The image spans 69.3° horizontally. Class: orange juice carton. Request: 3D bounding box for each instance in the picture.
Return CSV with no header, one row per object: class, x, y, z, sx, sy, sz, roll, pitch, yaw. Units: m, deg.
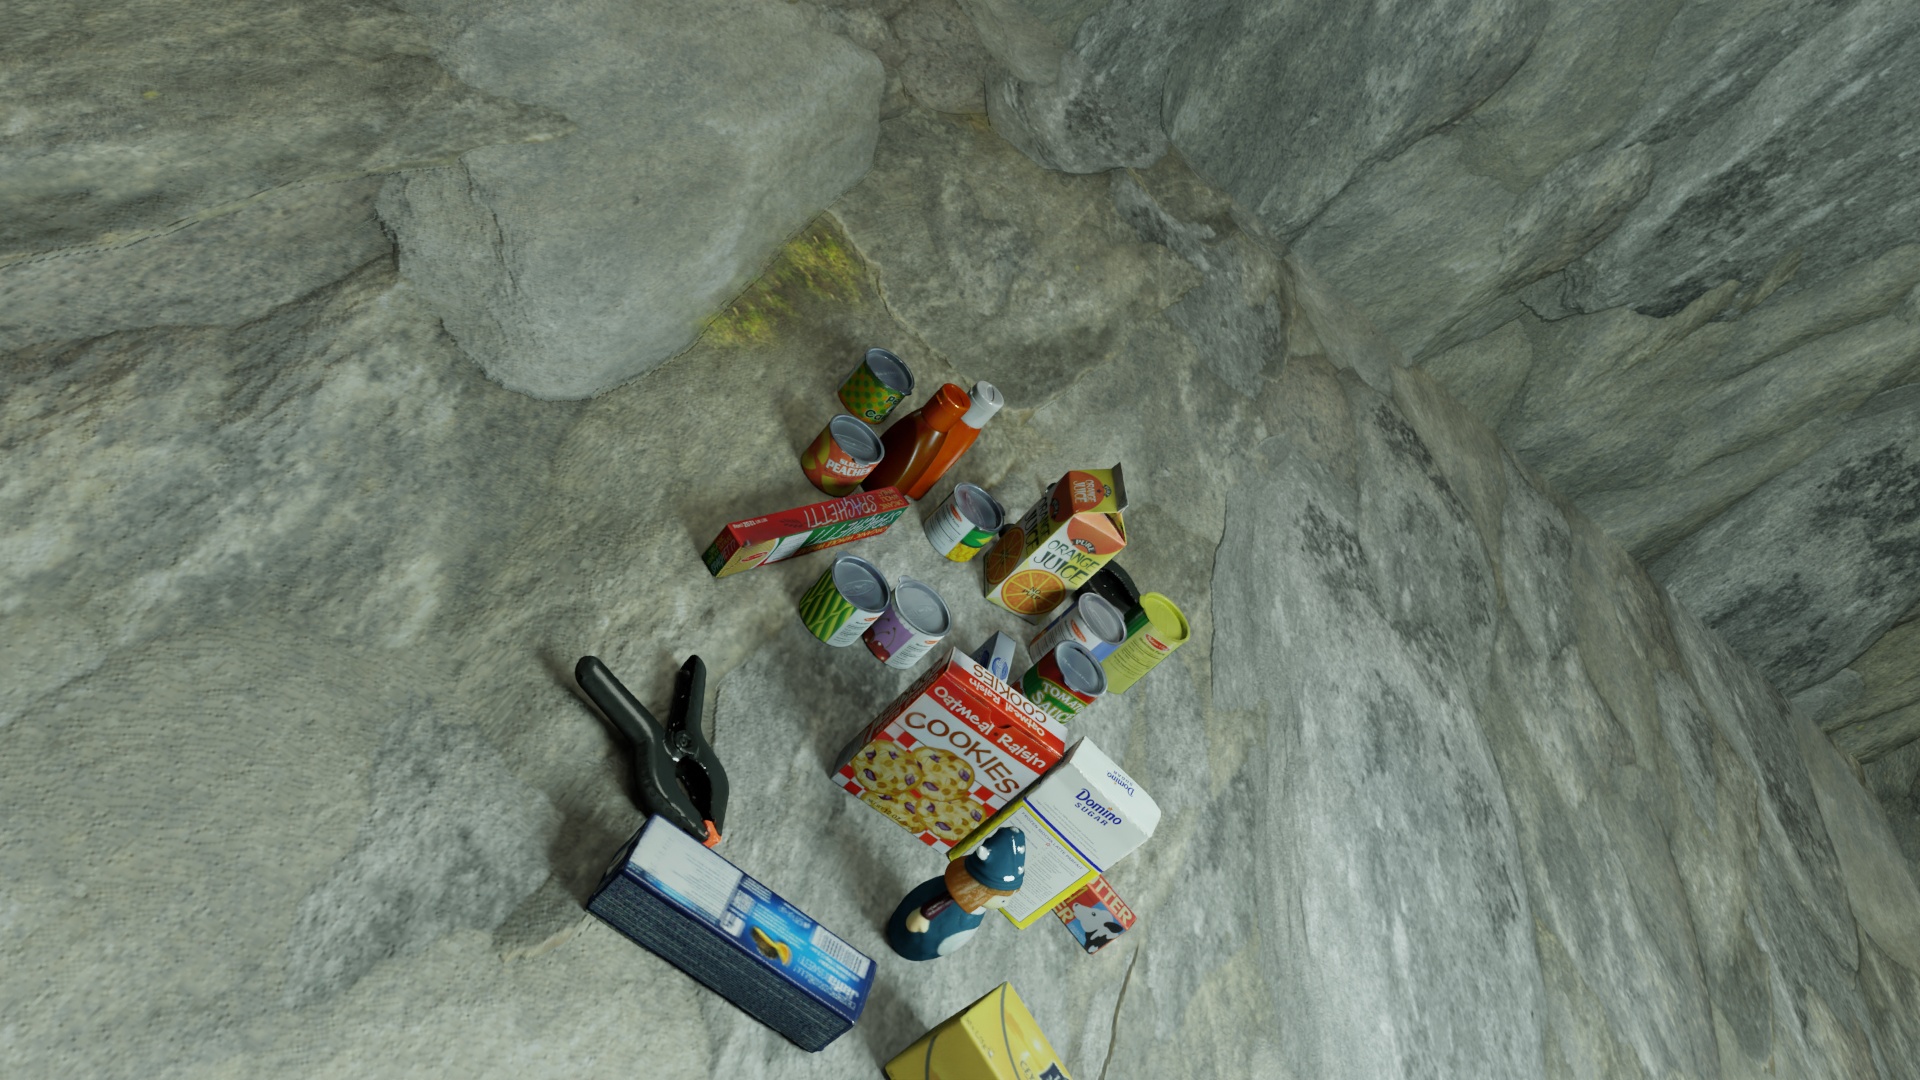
orange juice carton,0.110,-0.002,1.462,0.073,0.191,0.072,29,36,-24

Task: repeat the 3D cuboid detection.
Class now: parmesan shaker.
parmesan shaker,0.187,0.110,1.505,0.071,0.102,0.072,29,36,-23

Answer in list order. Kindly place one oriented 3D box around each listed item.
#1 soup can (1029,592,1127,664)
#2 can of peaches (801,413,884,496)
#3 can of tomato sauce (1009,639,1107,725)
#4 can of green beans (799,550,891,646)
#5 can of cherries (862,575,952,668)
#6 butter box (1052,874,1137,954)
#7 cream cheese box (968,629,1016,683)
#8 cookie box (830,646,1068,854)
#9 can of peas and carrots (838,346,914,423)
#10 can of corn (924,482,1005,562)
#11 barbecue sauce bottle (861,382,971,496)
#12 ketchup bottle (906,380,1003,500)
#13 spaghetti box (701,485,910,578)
soup can,0.125,0.105,1.460,0.071,0.083,0.072,29,36,-23
can of peaches,-0.121,-0.085,1.425,0.071,0.057,0.071,29,36,-23
can of tomato sauce,0.093,0.150,1.377,0.071,0.082,0.071,29,36,-23
can of green beans,-0.107,0.056,1.286,0.071,0.057,0.071,29,36,-23
can of cherries,-0.052,0.078,1.321,0.071,0.058,0.072,29,36,-23
butter box,0.103,0.313,1.236,0.103,0.053,0.024,50,33,8
cream cheese box,0.021,0.137,1.340,0.024,0.053,0.104,37,34,-12
cookie box,-0.010,0.178,1.156,0.123,0.166,0.040,37,34,-12
can of peas and carrots,-0.093,-0.171,1.550,0.071,0.058,0.071,29,36,-23
can of corn,0.005,-0.019,1.490,0.071,0.058,0.071,29,36,-23
barbecue sauce bottle,-0.047,-0.102,1.442,0.044,0.148,0.065,6,49,-45
ketchup bottle,-0.013,-0.110,1.487,0.043,0.148,0.065,30,36,-22
spaghetti box,-0.142,-0.011,1.329,0.029,0.050,0.251,54,34,14
